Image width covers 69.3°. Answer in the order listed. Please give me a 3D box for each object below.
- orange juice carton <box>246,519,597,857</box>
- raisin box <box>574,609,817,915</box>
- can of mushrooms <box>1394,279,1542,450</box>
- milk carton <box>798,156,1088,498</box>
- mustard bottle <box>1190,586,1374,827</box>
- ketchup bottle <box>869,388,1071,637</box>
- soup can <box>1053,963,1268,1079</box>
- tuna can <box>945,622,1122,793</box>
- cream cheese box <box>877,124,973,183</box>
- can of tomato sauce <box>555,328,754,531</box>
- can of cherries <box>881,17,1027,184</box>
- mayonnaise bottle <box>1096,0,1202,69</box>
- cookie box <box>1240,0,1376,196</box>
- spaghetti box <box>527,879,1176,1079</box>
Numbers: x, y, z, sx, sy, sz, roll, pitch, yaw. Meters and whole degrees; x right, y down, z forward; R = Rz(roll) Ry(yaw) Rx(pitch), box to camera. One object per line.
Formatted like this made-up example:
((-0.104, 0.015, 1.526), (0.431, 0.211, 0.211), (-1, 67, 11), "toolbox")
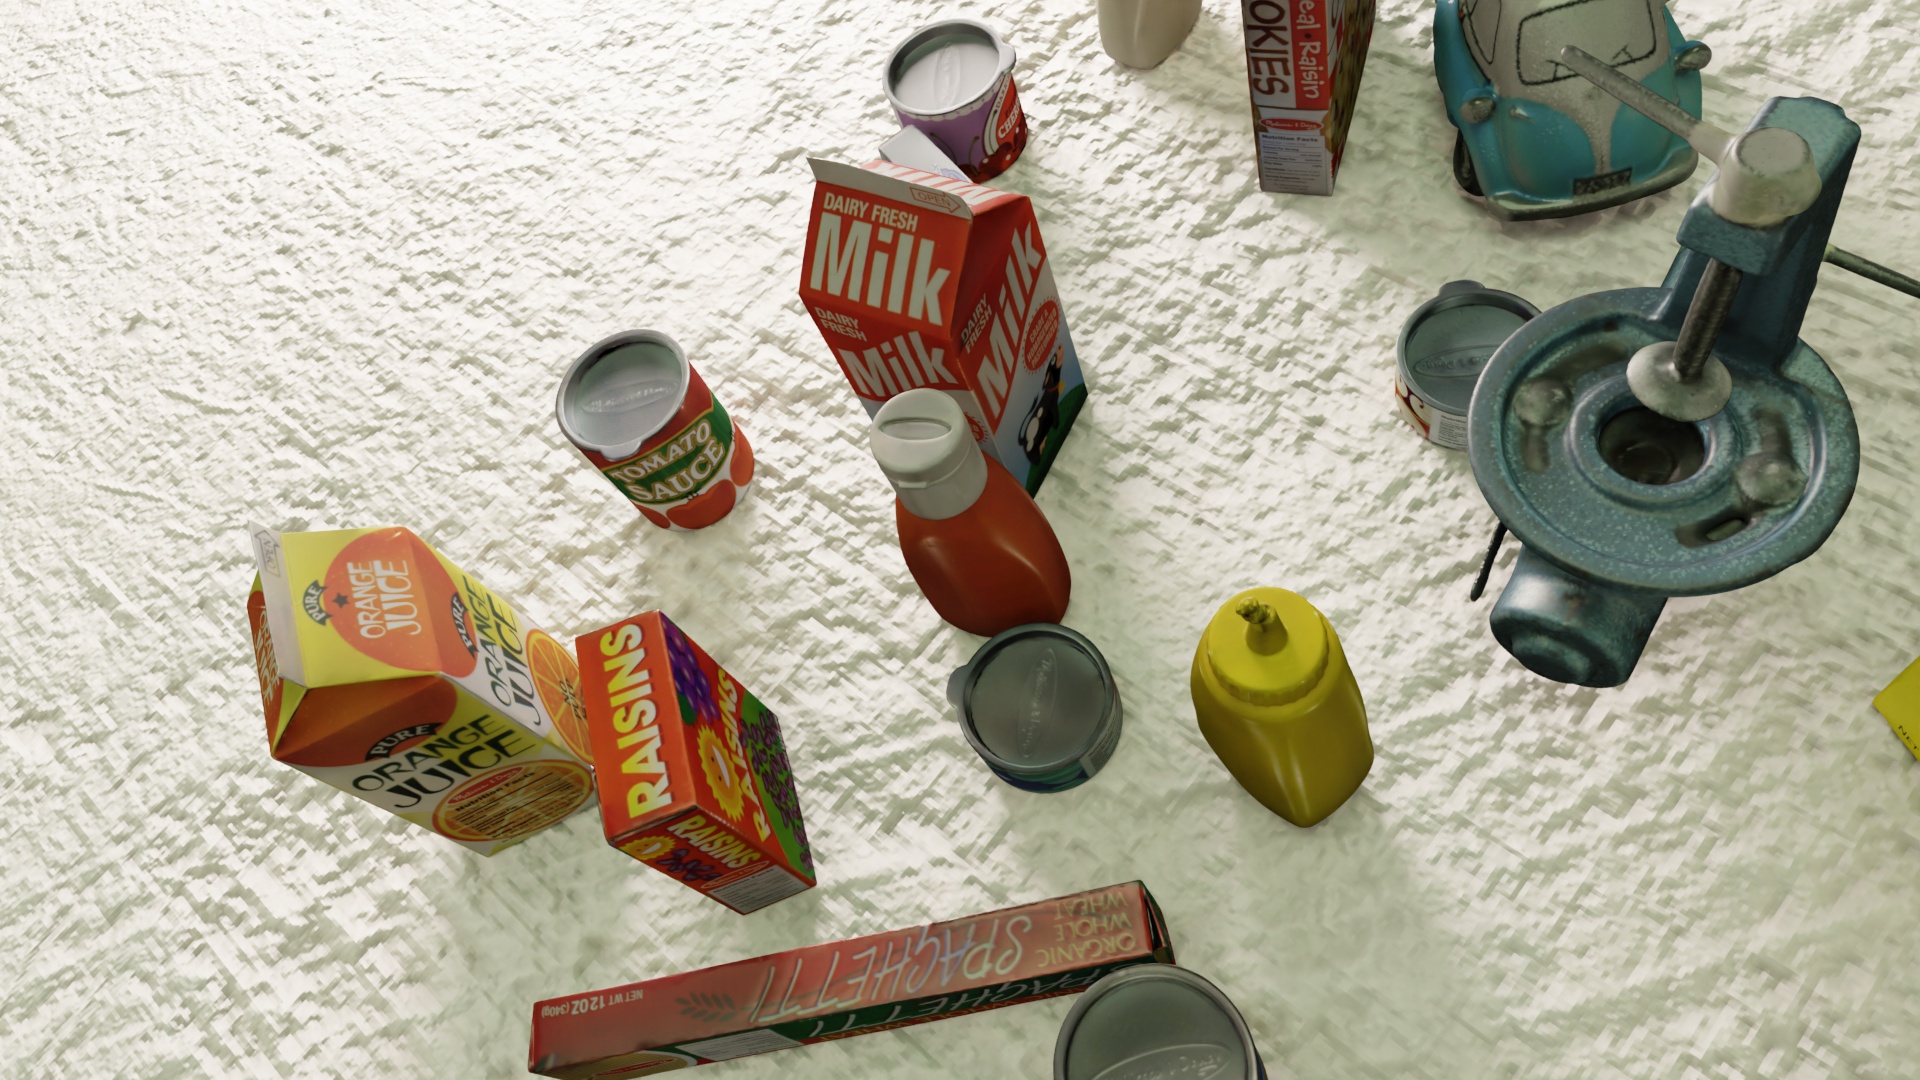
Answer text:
((-0.220, 0.061, 0.567), (0.073, 0.192, 0.072), (-27, 60, 1), "orange juice carton")
((-0.105, 0.092, 0.558), (0.040, 0.123, 0.086), (-21, 60, 5), "raisin box")
((0.223, -0.076, 0.606), (0.071, 0.033, 0.071), (-7, 62, 13), "can of mushrooms")
((-0.006, -0.092, 0.588), (0.072, 0.190, 0.073), (19, 70, 24), "milk carton")
((0.113, 0.054, 0.495), (0.049, 0.159, 0.065), (-42, 60, -8), "mustard bottle")
((0.002, -0.007, 0.565), (0.065, 0.148, 0.044), (2, 64, 17), "ketchup bottle")
((0.073, 0.190, 0.480), (0.071, 0.083, 0.071), (-7, 62, 13), "soup can")
((0.032, 0.070, 0.583), (0.071, 0.032, 0.071), (-7, 62, 13), "tuna can")
((0.000, -0.160, 0.701), (0.024, 0.053, 0.104), (-36, 60, -4), "cream cheese box")
((-0.143, -0.049, 0.667), (0.071, 0.082, 0.071), (-7, 62, 13), "can of tomato sauce")
((0.001, -0.230, 0.735), (0.071, 0.058, 0.072), (-7, 62, 13), "can of cherries")
((0.089, -0.312, 0.701), (0.041, 0.147, 0.065), (30, 75, 27), "mayonnaise bottle")
((0.163, -0.263, 0.643), (0.040, 0.167, 0.123), (10, 67, 20), "cookie box")
((-0.042, 0.174, 0.540), (0.250, 0.050, 0.029), (-14, 61, 9), "spaghetti box")
